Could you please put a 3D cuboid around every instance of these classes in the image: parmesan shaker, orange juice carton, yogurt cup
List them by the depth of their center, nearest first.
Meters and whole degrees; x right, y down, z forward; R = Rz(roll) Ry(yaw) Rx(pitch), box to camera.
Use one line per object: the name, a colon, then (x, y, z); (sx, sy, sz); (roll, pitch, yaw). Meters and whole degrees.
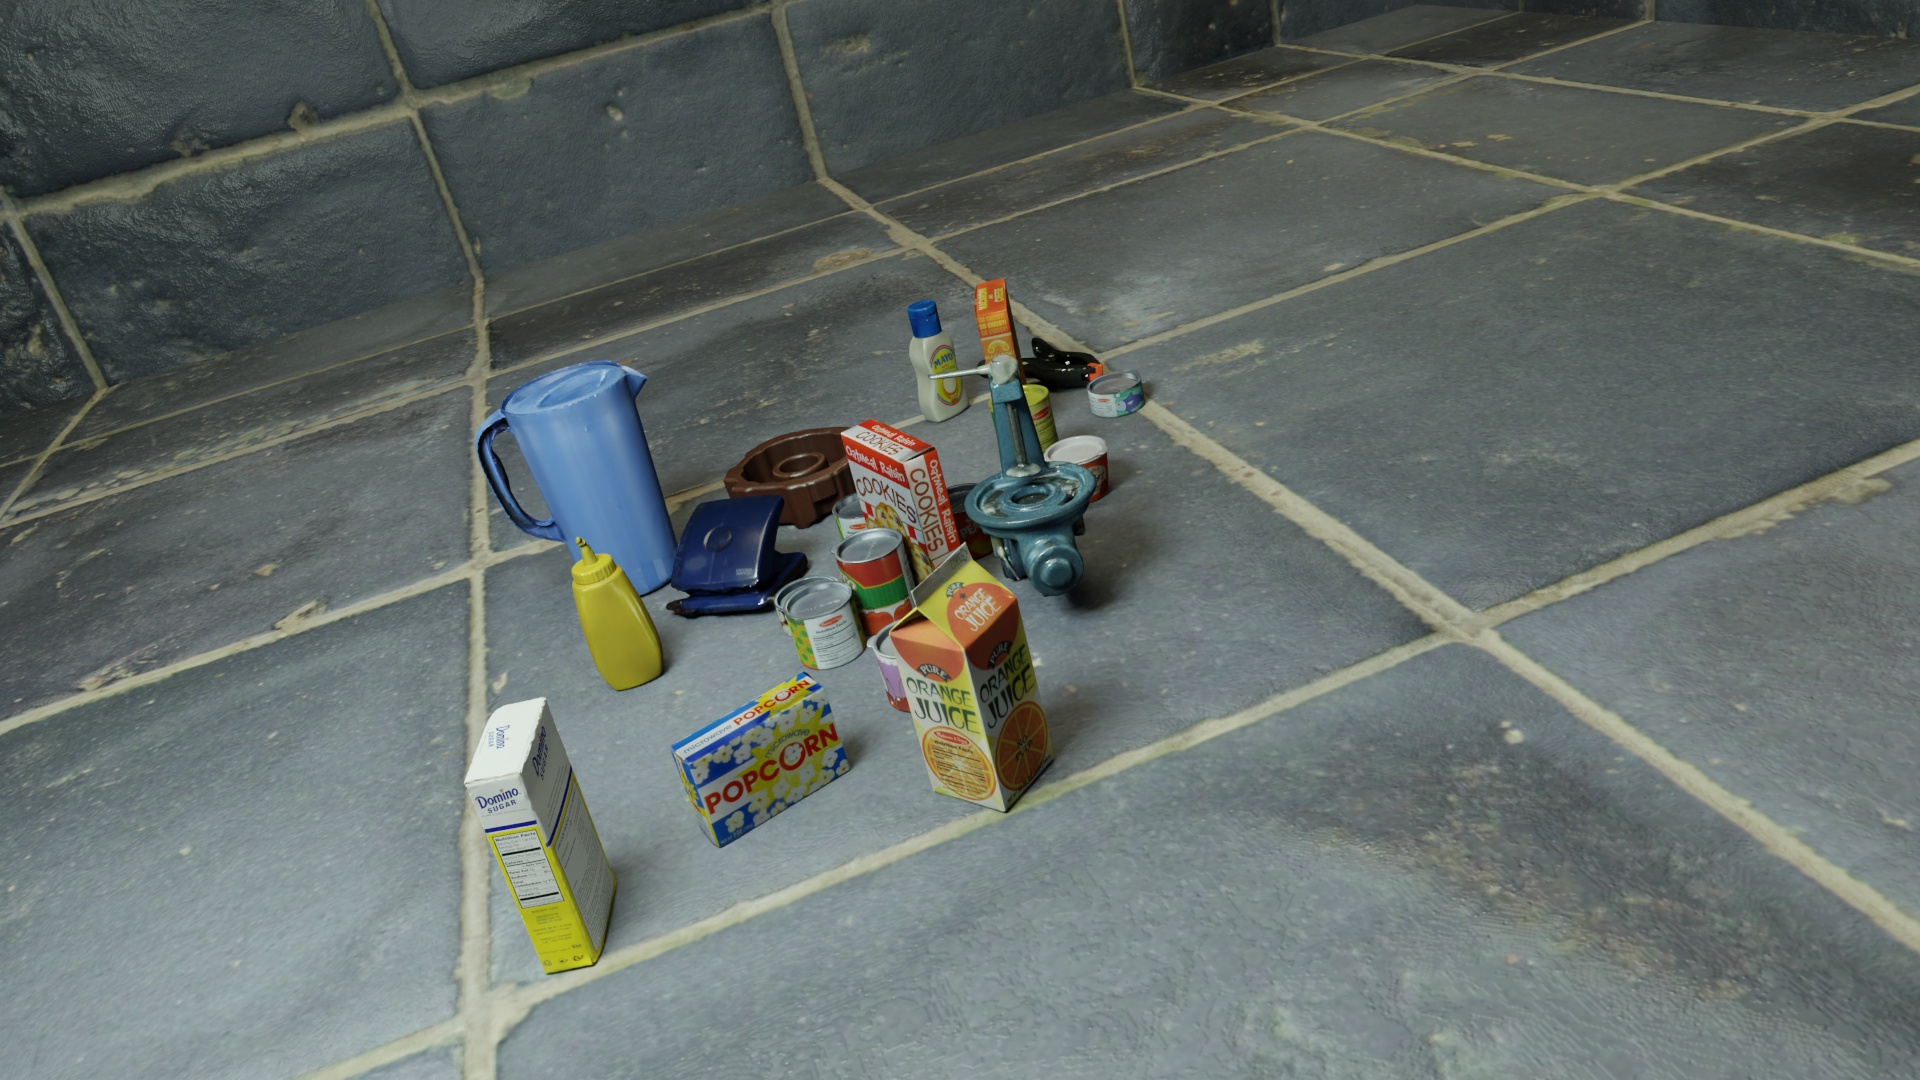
orange juice carton: (0.006, 0.101, 1.040); (0.073, 0.191, 0.072); (8, 34, 37)
yogurt cup: (0.126, -0.074, 1.474); (0.072, 0.053, 0.073); (-11, 27, 6)
parmesan shaker: (0.071, -0.109, 1.513); (0.071, 0.102, 0.071); (-11, 27, 6)

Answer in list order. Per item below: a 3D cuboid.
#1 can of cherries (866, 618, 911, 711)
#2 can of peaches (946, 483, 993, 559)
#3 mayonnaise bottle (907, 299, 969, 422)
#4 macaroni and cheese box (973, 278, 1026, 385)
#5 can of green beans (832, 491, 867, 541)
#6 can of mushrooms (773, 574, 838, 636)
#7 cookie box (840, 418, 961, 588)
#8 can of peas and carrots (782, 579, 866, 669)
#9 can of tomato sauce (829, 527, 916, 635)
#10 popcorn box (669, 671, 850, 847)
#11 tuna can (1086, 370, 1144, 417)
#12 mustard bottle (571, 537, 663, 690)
can of cherries: (-0.040, 0.107, 1.200); (0.071, 0.058, 0.072); (-11, 27, 6)
can of peaches: (0.005, -0.018, 1.419); (0.071, 0.057, 0.071); (-11, 27, 6)
mayonnaise bottle: (-0.032, -0.226, 1.738); (0.065, 0.147, 0.041); (-32, 31, -31)
macaroni and cheese box: (0.052, -0.212, 1.652); (0.040, 0.165, 0.124); (-11, 27, 6)
can of green beans: (-0.095, -0.015, 1.461); (0.071, 0.057, 0.071); (-11, 27, 6)
can of mushrooms: (-0.146, 0.065, 1.358); (0.071, 0.033, 0.071); (-11, 27, 6)
cookie box: (-0.051, -0.024, 1.337); (0.040, 0.166, 0.123); (-27, 29, -24)
can of peas and carrots: (-0.126, 0.078, 1.296); (0.071, 0.058, 0.071); (-11, 27, 6)
can of tomato sauce: (-0.080, 0.040, 1.321); (0.071, 0.082, 0.071); (-11, 27, 6)
popcorn box: (-0.157, 0.172, 1.099); (0.127, 0.085, 0.038); (-28, 30, -27)
tuna can: (0.188, -0.176, 1.666); (0.071, 0.032, 0.071); (-11, 27, 6)
mustard bottle: (-0.330, 0.063, 1.309); (0.065, 0.159, 0.049); (-19, 27, -10)
